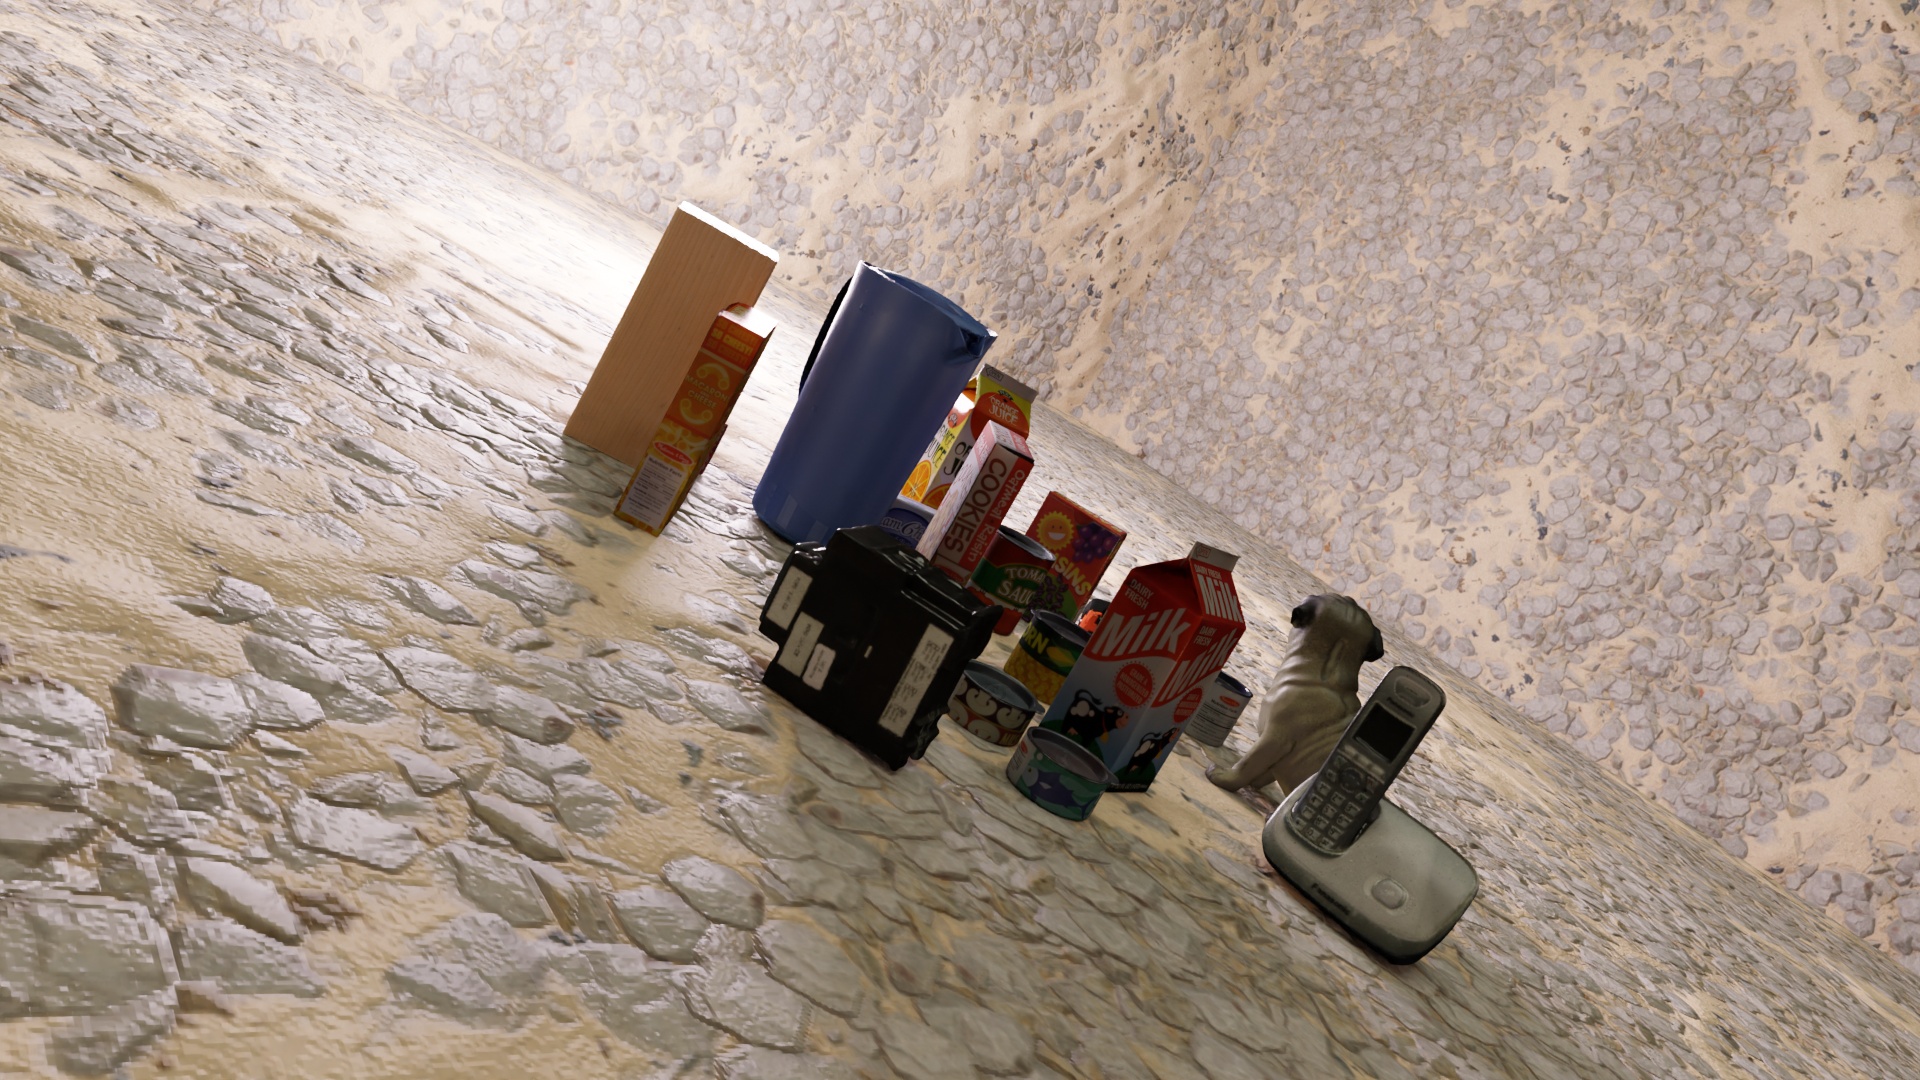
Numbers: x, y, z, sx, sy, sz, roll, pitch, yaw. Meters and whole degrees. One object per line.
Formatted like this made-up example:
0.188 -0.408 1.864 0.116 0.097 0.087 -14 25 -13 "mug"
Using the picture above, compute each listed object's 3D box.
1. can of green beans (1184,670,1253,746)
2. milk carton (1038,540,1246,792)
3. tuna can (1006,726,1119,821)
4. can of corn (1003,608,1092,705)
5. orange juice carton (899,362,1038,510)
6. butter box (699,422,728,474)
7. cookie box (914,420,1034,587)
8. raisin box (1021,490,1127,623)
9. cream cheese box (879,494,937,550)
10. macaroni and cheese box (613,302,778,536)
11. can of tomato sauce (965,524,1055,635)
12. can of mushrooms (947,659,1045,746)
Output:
0.232 0.153 1.309 0.071 0.057 0.071 29 11 -6 "can of green beans"
0.142 0.087 1.025 0.073 0.190 0.072 37 13 36 "milk carton"
0.068 0.158 0.934 0.071 0.032 0.071 29 11 -6 "tuna can"
0.075 0.098 1.156 0.071 0.058 0.071 29 11 -6 "can of corn"
0.008 -0.089 1.466 0.072 0.192 0.073 25 11 -23 "orange juice carton"
-0.246 -0.104 1.255 0.024 0.053 0.104 22 13 -36 "butter box"
0.004 -0.015 1.193 0.040 0.167 0.123 28 11 -8 "cookie box"
0.096 0.025 1.364 0.086 0.123 0.040 32 11 13 "raisin box"
-0.059 -0.015 1.331 0.104 0.053 0.024 24 12 -29 "cream cheese box"
-0.197 -0.095 1.045 0.040 0.166 0.124 28 11 -9 "macaroni and cheese box"
0.040 0.037 1.272 0.071 0.083 0.071 29 11 -6 "can of tomato sauce"
0.023 0.118 0.997 0.071 0.033 0.071 29 11 -6 "can of mushrooms"
